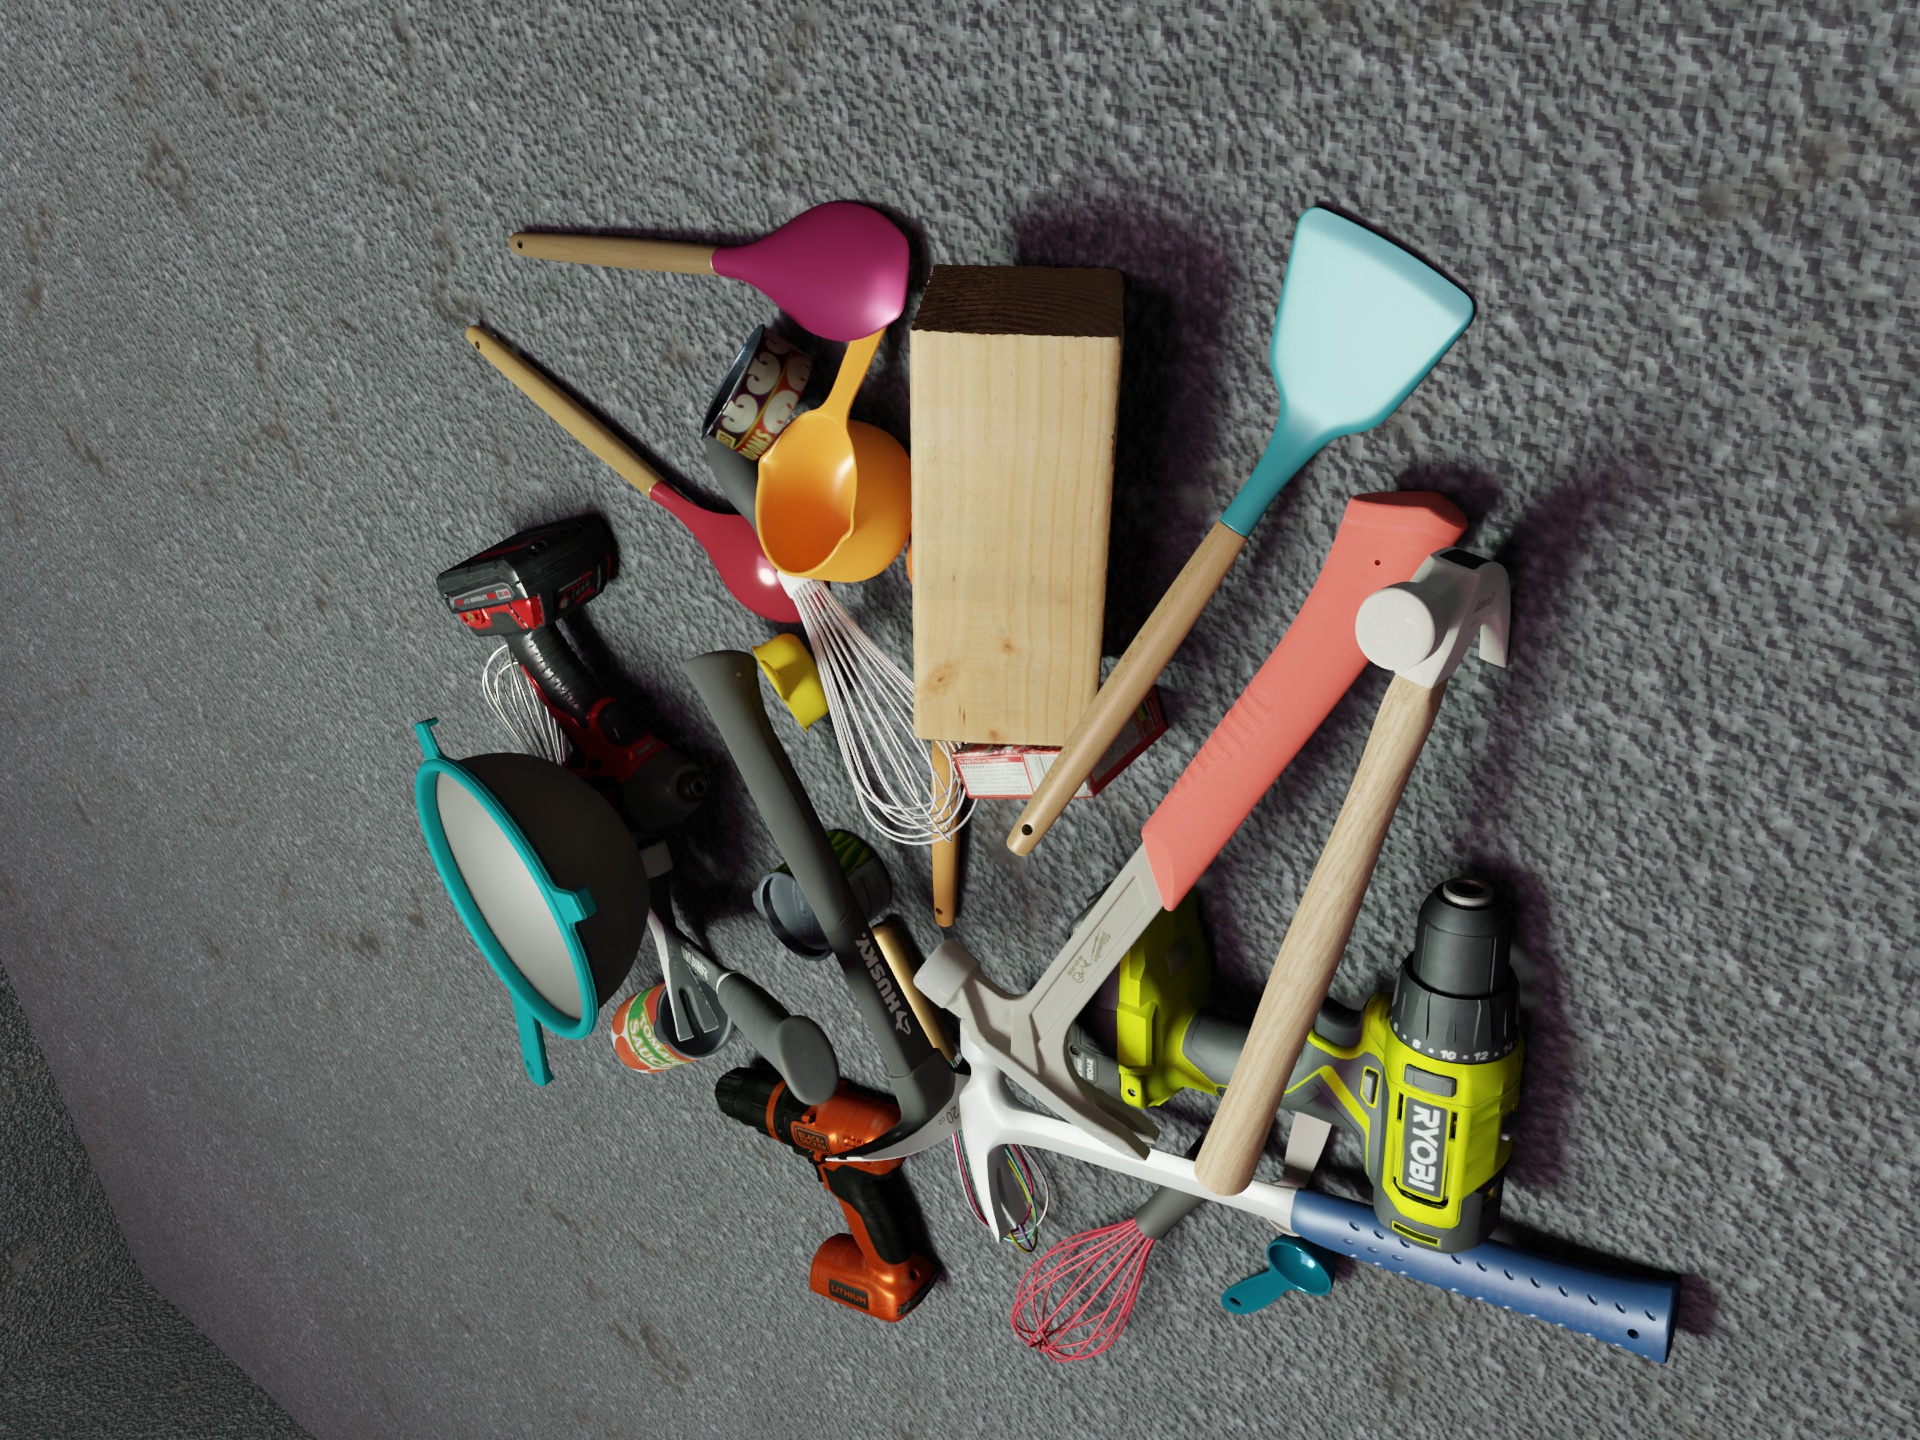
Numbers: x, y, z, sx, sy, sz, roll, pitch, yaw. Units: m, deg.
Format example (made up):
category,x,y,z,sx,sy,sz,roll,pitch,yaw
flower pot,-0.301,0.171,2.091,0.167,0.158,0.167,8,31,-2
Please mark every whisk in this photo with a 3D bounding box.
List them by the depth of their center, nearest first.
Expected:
category,x,y,z,sx,sy,sz,roll,pitch,yaw
whisk,-0.074,-0.054,0.890,0.285,0.070,0.070,60,140,16
whisk,0.111,0.323,0.995,0.073,0.073,0.295,42,130,14
whisk,-0.003,0.244,1.058,0.051,0.047,0.245,-18,98,48
whisk,-0.304,0.047,1.203,0.059,0.058,0.246,-117,14,-59

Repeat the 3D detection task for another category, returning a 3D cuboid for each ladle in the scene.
category,x,y,z,sx,sy,sz,roll,pitch,yaw
ladle,-0.204,-0.160,0.988,0.315,0.031,0.069,40,135,19

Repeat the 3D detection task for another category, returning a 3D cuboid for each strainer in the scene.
category,x,y,z,sx,sy,sz,roll,pitch,yaw
strainer,-0.279,0.145,1.119,0.211,0.095,0.340,41,145,27

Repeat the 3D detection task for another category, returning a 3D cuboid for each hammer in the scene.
category,x,y,z,sx,sy,sz,roll,pitch,yaw
hammer,0.164,0.078,0.697,0.031,0.130,0.331,29,122,27
hammer,0.120,0.049,0.740,0.149,0.037,0.359,37,118,7
hammer,0.175,0.272,0.879,0.406,0.035,0.144,9,110,31
hammer,-0.083,0.110,0.968,0.035,0.146,0.334,-18,101,45
hammer,-0.150,0.172,1.010,0.409,0.036,0.149,10,115,68

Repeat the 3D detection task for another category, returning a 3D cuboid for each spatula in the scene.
category,x,y,z,sx,sy,sz,roll,pitch,yaw
spatula,0.102,-0.064,0.704,0.082,0.044,0.317,37,109,15
spatula,-0.001,-0.003,0.908,0.081,0.041,0.322,27,136,28

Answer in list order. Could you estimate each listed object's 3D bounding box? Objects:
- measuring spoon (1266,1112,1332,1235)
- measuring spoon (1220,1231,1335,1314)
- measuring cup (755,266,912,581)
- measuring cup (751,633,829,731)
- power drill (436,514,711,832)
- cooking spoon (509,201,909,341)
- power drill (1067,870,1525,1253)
category,x,y,z,sx,sy,sz,roll,pitch,yaw
measuring spoon,0.196,0.239,0.893,0.034,0.018,0.124,27,125,29
measuring spoon,0.190,0.335,0.961,0.042,0.021,0.128,40,146,9
measuring cup,-0.047,-0.154,0.835,0.095,0.052,0.173,40,113,42
measuring cup,-0.095,-0.028,0.910,0.062,0.029,0.156,57,176,0
power drill,-0.254,-0.022,1.088,0.143,0.078,0.219,-3,117,45
cooking spoon,-0.149,-0.254,0.873,0.319,0.017,0.068,17,108,37
power drill,0.170,0.147,0.807,0.229,0.080,0.190,14,118,33
